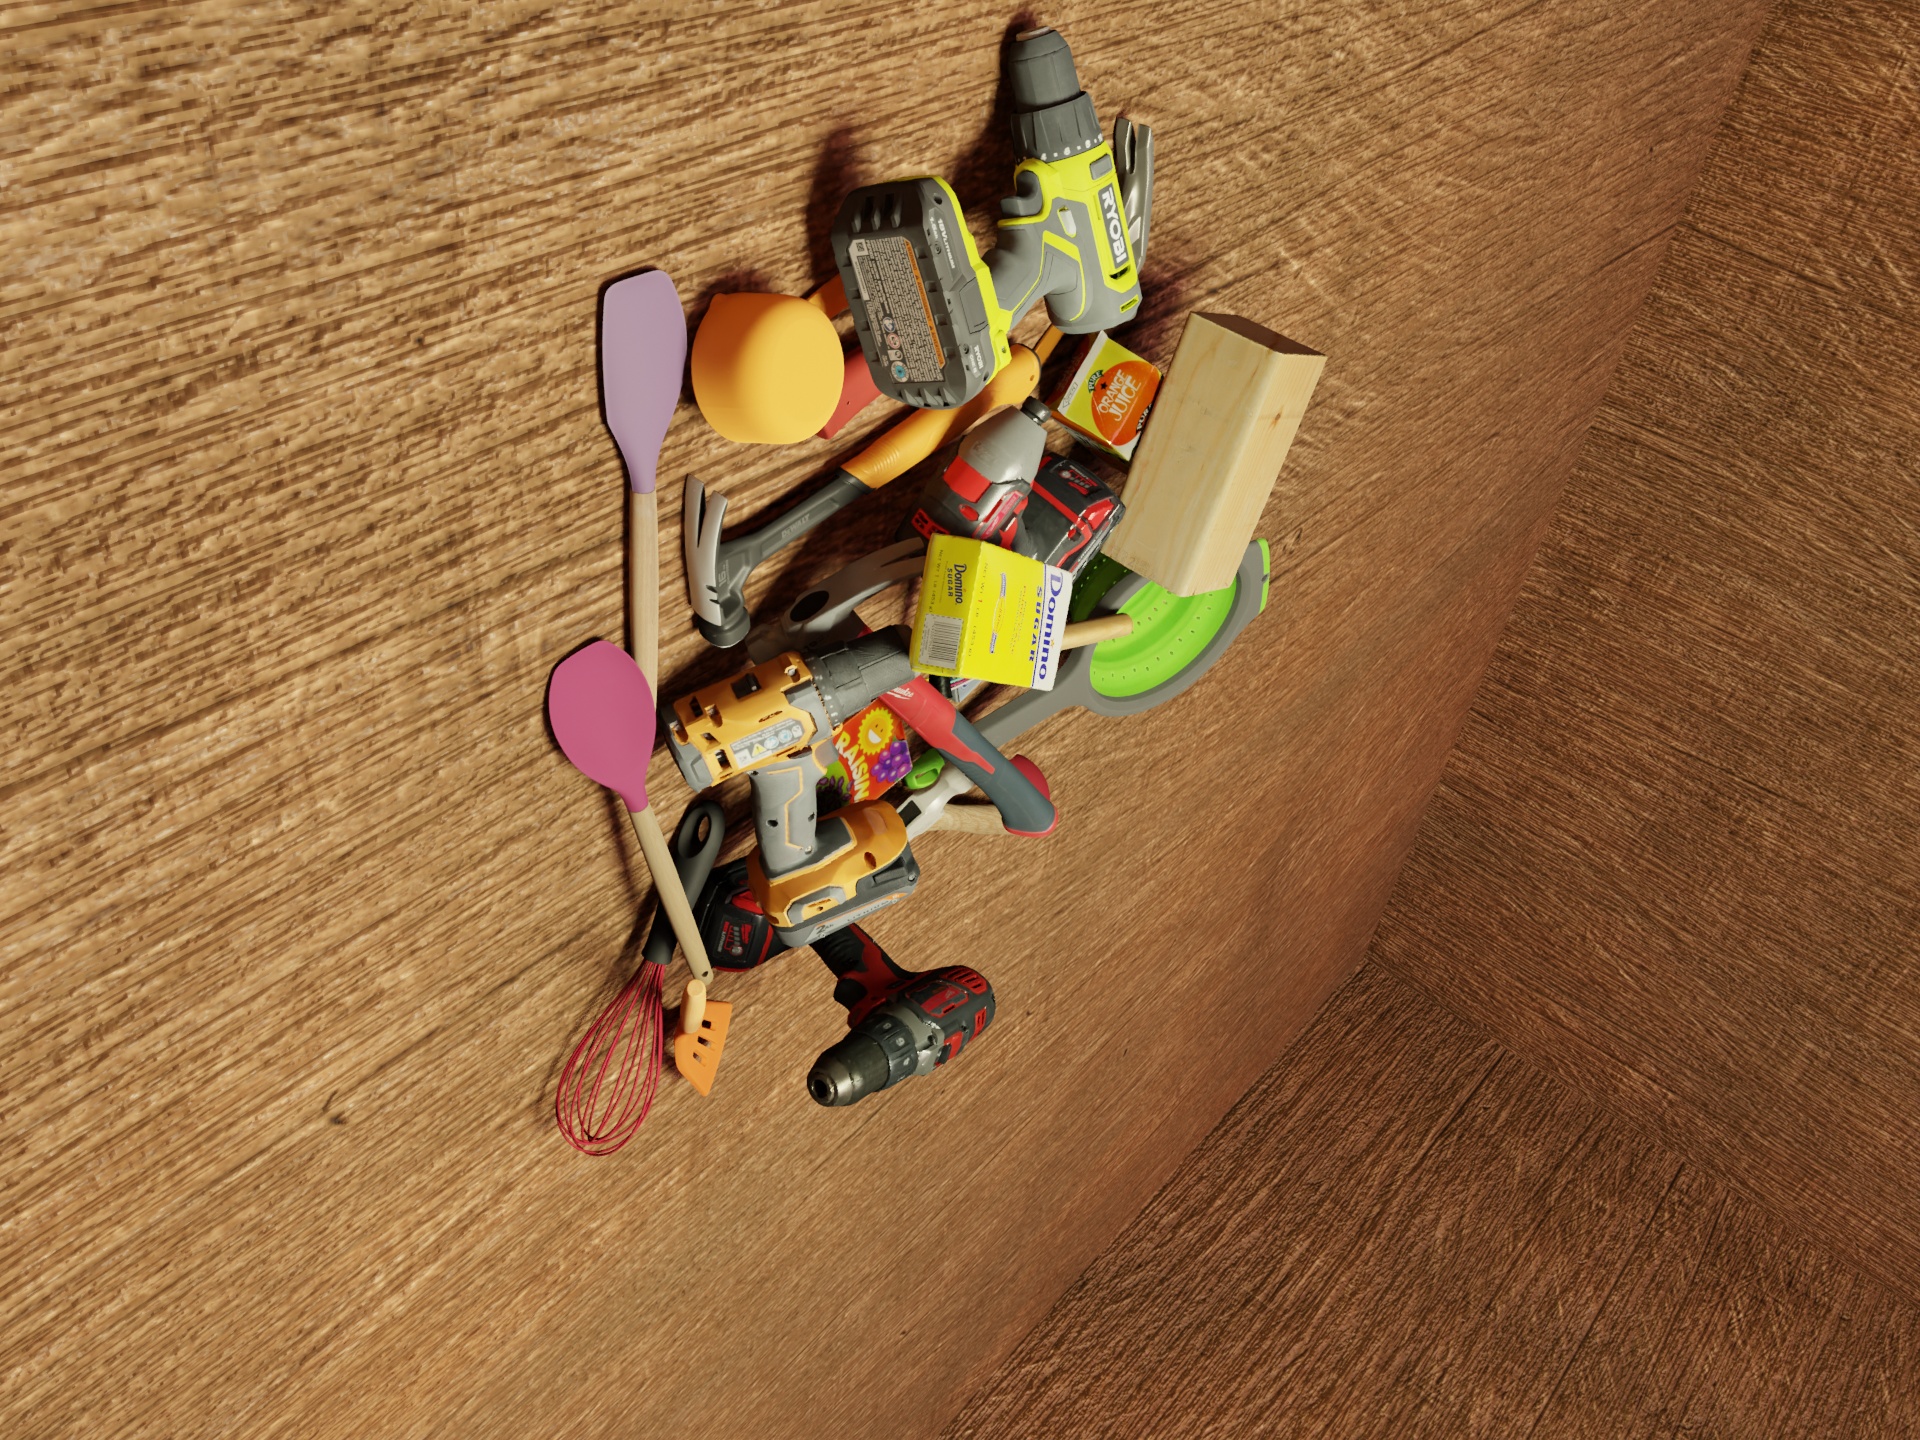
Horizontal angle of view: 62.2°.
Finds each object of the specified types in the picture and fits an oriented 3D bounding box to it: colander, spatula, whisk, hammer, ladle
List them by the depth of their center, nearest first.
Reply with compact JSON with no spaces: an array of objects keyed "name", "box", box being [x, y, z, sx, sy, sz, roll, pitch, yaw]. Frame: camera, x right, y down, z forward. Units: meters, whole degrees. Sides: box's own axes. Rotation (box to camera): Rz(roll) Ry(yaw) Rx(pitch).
[{"name":"spatula","box":[-0.189,-0.119,0.955,0.060,0.018,0.315,-31,143,-39]},{"name":"hammer","box":[0.016,-0.292,1.095,0.359,0.037,0.149,-37,142,-35]},{"name":"hammer","box":[-0.057,-0.183,1.098,0.337,0.034,0.127,-40,151,-33]},{"name":"whisk","box":[-0.233,0.194,1.188,0.073,0.073,0.296,2,112,-61]},{"name":"spatula","box":[-0.196,0.229,1.208,0.322,0.041,0.081,120,-15,-69]},{"name":"hammer","box":[-0.002,-0.004,1.230,0.143,0.038,0.385,-30,143,13]},{"name":"whisk","box":[0.043,-0.061,1.322,0.245,0.051,0.047,-13,121,-28]},{"name":"ladle","box":[0.012,0.024,1.346,0.031,0.069,0.315,-20,152,19]},{"name":"colander","box":[0.100,-0.068,1.467,0.397,0.095,0.204,-31,146,-12]},{"name":"hammer","box":[0.011,0.095,1.507,0.130,0.031,0.331,-41,163,13]}]

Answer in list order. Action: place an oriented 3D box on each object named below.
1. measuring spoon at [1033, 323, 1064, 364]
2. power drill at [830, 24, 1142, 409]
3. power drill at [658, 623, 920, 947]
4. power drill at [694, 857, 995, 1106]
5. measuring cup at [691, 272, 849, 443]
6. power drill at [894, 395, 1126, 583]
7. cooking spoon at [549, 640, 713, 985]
[{"name":"measuring spoon","box":[0.084,-0.309,1.232,0.117,0.011,0.021,-54,154,-8]},{"name":"power drill","box":[0.024,-0.312,0.995,0.228,0.080,0.190,-43,127,-39]},{"name":"power drill","box":[-0.093,0.040,1.127,0.185,0.084,0.226,-25,133,-9]},{"name":"power drill","box":[-0.105,0.199,1.217,0.188,0.227,0.080,-20,136,-52]},{"name":"measuring cup","box":[-0.085,-0.231,0.952,0.174,0.052,0.095,-48,135,-33]},{"name":"power drill","box":[0.043,-0.164,1.205,0.143,0.079,0.219,-53,161,11]},{"name":"cooking spoon","box":[-0.212,0.075,1.078,0.069,0.017,0.318,-35,136,-26]}]
